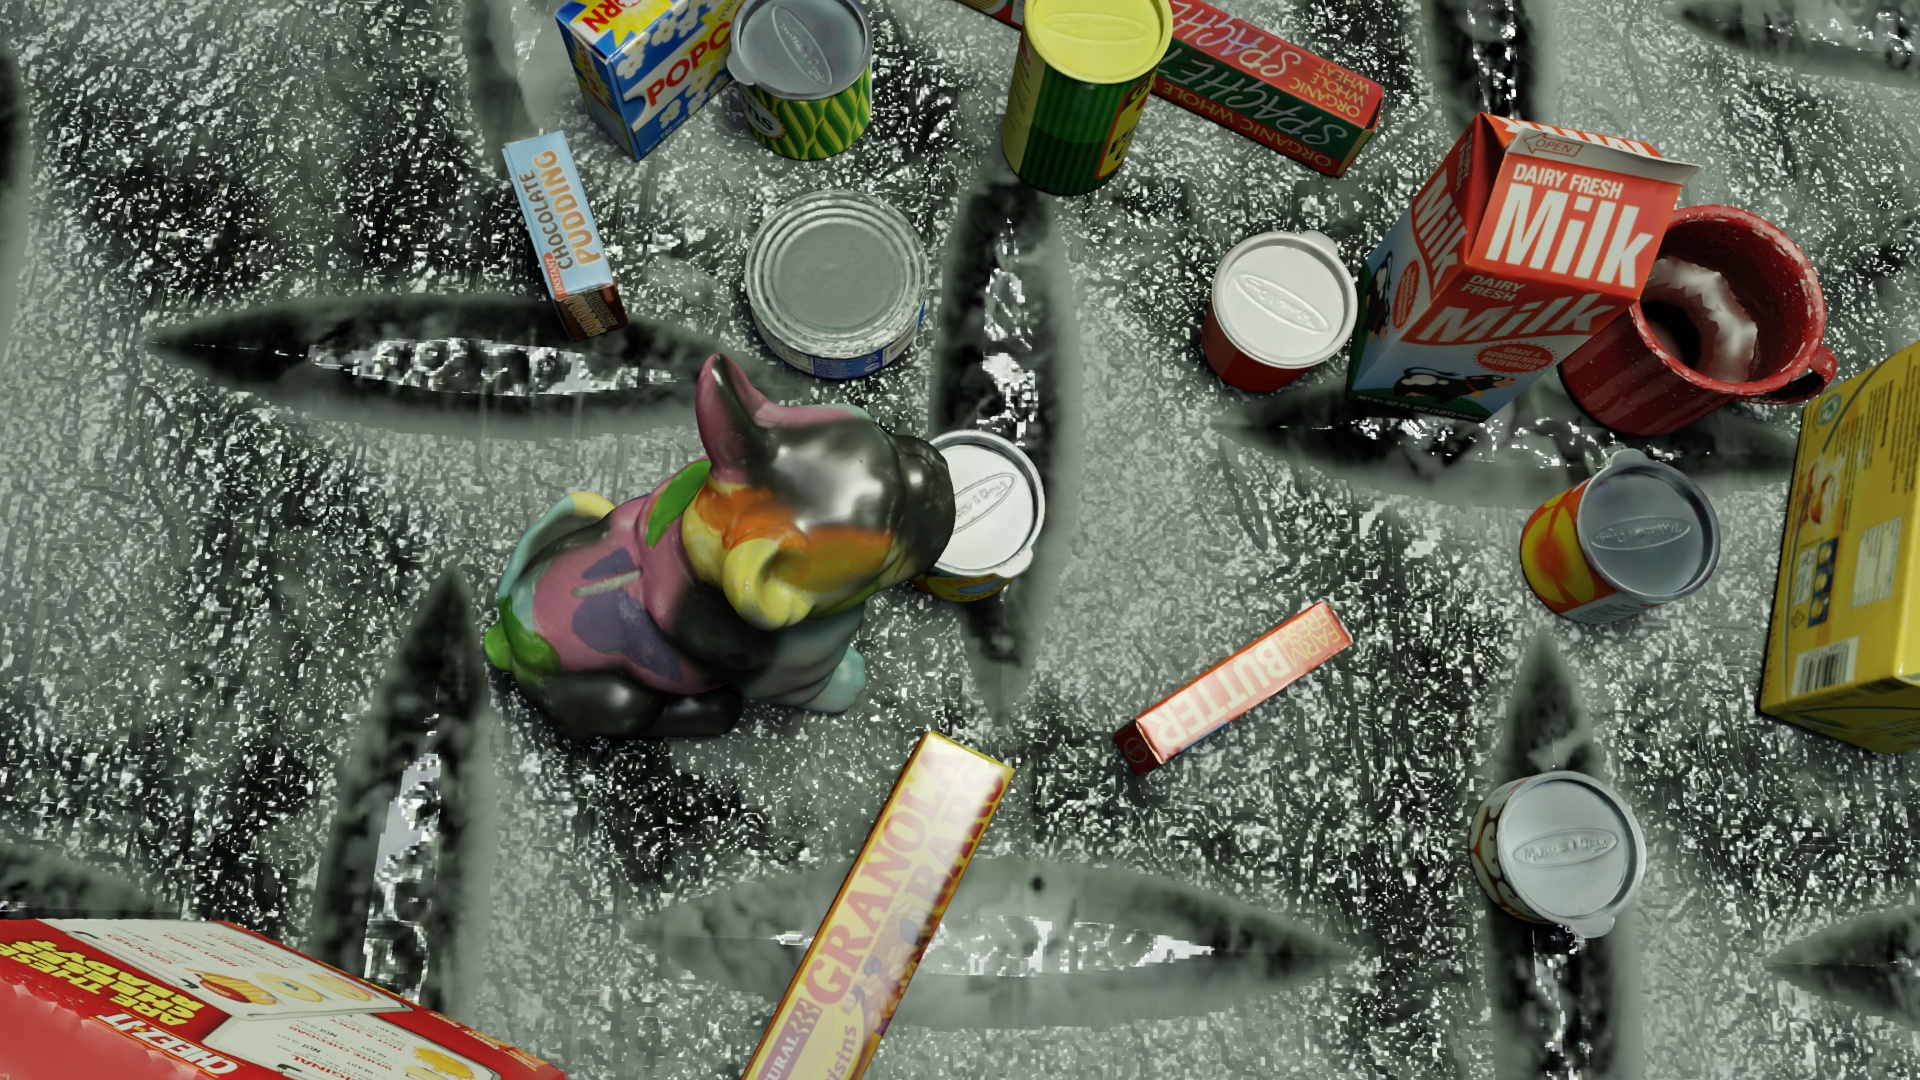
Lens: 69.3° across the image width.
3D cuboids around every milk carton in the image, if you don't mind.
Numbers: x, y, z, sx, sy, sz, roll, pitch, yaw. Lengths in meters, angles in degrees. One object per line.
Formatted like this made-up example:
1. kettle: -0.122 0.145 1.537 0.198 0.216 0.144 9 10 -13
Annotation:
1. milk carton: 0.234 -0.121 0.602 0.072 0.190 0.073 11 75 -1

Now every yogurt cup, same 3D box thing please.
1. yogurt cup: 0.148 -0.105 0.662 0.072 0.053 0.072 1 75 -4

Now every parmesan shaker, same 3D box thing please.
1. parmesan shaker: 0.058 -0.220 0.660 0.071 0.103 0.071 1 75 -4

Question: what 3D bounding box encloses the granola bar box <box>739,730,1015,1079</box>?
1. granola bar box: -0.038 0.160 0.540 0.039 0.124 0.166 27 75 3

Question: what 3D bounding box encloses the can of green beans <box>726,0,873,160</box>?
1. can of green beans: -0.076 -0.228 0.676 0.071 0.057 0.071 1 75 -4

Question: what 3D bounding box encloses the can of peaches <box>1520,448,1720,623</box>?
1. can of peaches: 0.303 0.000 0.643 0.071 0.058 0.071 1 75 -4

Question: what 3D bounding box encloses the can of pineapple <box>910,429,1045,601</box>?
1. can of pineapple: 0.002 -0.008 0.622 0.071 0.057 0.071 1 75 -4

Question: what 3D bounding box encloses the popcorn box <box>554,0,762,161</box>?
1. popcorn box: -0.128 -0.253 0.665 0.038 0.085 0.127 42 76 7

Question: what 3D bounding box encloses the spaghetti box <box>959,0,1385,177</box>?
1. spaghetti box: 0.092 -0.256 0.700 0.250 0.050 0.029 26 75 3

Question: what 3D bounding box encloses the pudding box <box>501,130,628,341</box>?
1. pudding box: -0.184 -0.142 0.649 0.030 0.049 0.084 -19 77 -9

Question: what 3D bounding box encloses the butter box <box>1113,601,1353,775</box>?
1. butter box: 0.119 0.066 0.614 0.104 0.053 0.024 -30 80 -11

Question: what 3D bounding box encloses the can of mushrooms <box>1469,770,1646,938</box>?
1. can of mushrooms: 0.264 0.139 0.615 0.071 0.033 0.071 1 75 -4
